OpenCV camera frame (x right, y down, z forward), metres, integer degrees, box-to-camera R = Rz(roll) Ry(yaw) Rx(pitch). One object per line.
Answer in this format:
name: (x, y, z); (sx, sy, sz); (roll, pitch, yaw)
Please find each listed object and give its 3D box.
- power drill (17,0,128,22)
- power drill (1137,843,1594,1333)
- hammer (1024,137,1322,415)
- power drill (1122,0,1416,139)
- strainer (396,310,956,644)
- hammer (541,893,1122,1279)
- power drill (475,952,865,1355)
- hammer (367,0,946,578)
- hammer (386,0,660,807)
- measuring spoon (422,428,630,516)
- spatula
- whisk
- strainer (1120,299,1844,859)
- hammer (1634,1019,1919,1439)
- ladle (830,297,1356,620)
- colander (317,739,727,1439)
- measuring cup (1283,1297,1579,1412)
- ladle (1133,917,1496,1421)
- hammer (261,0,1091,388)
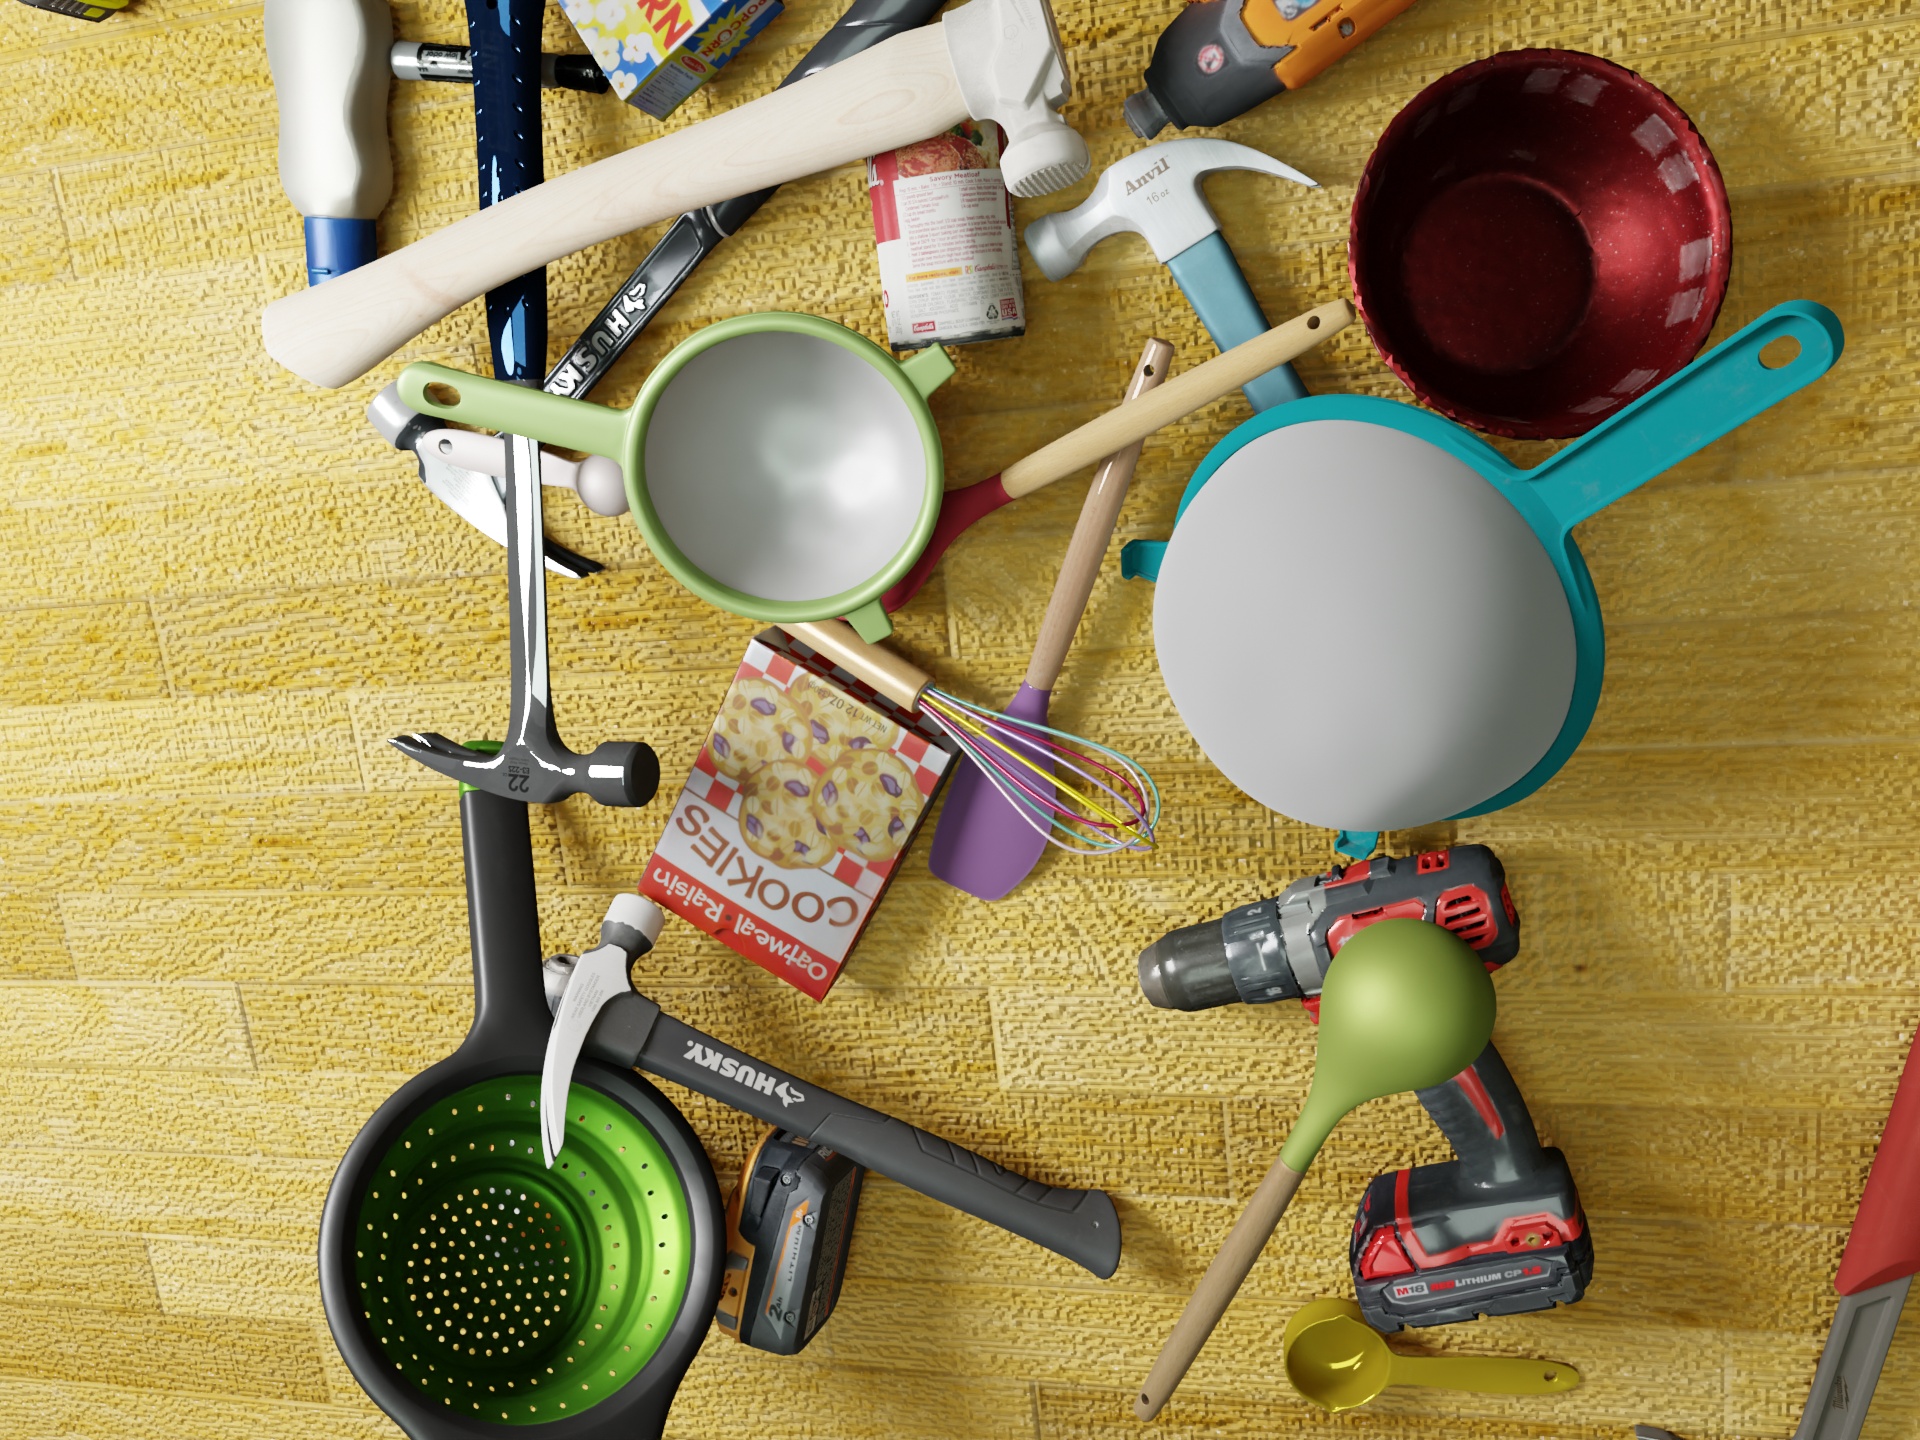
power drill: (-0.398, -0.448, 0.798); (0.223, 0.080, 0.171); (-14, 100, 15)
power drill: (0.205, 0.184, 0.802); (0.188, 0.080, 0.226); (-17, 97, 19)
hammer: (0.166, -0.122, 0.752); (0.128, 0.033, 0.331); (-29, 96, 21)
power drill: (0.094, -0.375, 0.680); (0.164, 0.084, 0.226); (-33, 98, 21)
strainer: (-0.133, -0.139, 0.765); (0.256, 0.069, 0.151); (13, 116, -4)
hammer: (-0.064, 0.223, 0.855); (0.334, 0.146, 0.035); (26, 142, -8)
power drill: (-0.172, 0.247, 0.921); (0.226, 0.084, 0.185); (14, 100, 17)
hammer: (-0.132, -0.240, 0.801); (0.409, 0.036, 0.149); (-42, 92, 21)
hammer: (-0.227, -0.159, 0.800); (0.144, 0.035, 0.405); (2, 97, 18)
measuring spoon: (-0.227, -0.132, 0.827); (0.124, 0.018, 0.034); (14, 109, 10)
spatula: (0.049, -0.040, 0.800); (0.060, 0.018, 0.315); (24, 117, 11)
whisk: (-0.002, -0.003, 0.804); (0.245, 0.047, 0.051); (32, 120, 19)
strainer: (0.190, -0.052, 0.646); (0.211, 0.095, 0.340); (52, 143, 1)
hammer: (0.445, 0.234, 0.769); (0.149, 0.037, 0.359); (11, 108, 12)
ladle: (0.043, -0.123, 0.752); (0.315, 0.031, 0.069); (-22, 84, 34)
colander: (-0.249, 0.205, 0.861); (0.094, 0.204, 0.397); (-43, 52, 49)
measuring cup: (0.253, 0.344, 0.862); (0.156, 0.029, 0.062); (3, 106, 2)
ladle: (0.159, 0.230, 0.773); (0.078, 0.062, 0.320); (45, 124, 38)
hammer: (-0.152, -0.252, 0.729); (0.410, 0.038, 0.146); (-15, 91, 18)
